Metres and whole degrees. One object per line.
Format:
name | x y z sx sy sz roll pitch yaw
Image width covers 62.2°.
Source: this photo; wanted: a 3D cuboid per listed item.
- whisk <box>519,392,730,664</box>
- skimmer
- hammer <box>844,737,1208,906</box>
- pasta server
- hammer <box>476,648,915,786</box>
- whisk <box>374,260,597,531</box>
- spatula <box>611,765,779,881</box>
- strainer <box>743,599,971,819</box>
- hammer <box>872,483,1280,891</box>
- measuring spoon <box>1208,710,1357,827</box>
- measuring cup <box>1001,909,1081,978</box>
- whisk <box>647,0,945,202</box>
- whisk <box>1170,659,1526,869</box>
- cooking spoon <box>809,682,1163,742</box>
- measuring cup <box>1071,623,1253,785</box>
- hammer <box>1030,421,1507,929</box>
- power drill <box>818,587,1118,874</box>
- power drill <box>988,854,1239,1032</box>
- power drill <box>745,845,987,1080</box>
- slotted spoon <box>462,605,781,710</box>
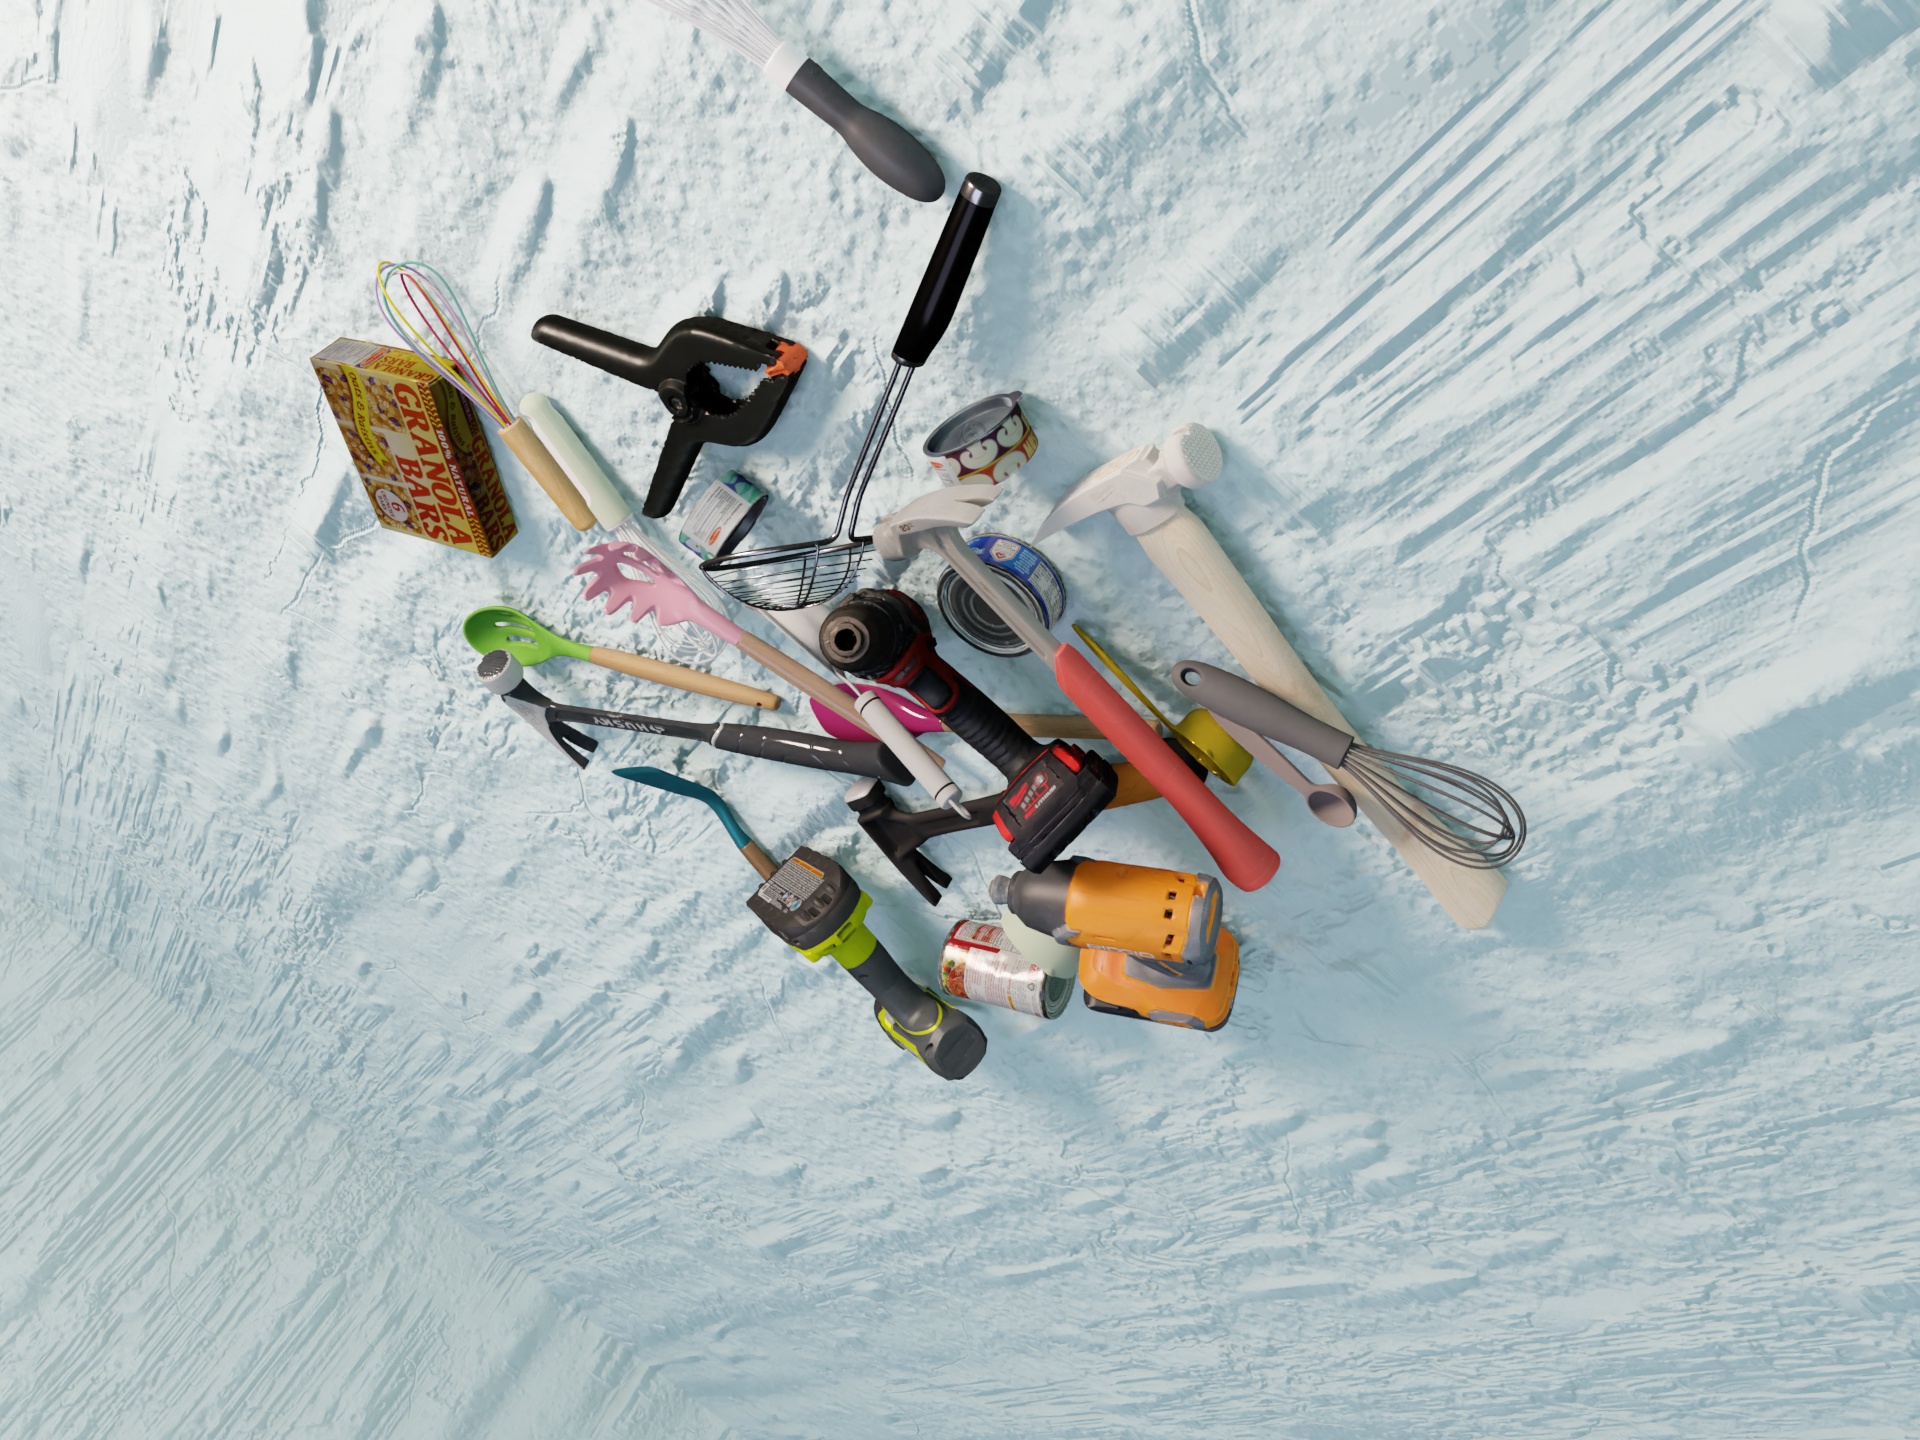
whisk | -0.259 -0.146 1.225 0.246 0.059 0.058 56 165 -19
skimmer | -0.069 -0.200 1.015 0.090 0.127 0.363 55 137 27
hammer | 0.055 0.071 1.237 0.337 0.034 0.127 -16 119 44
pasta server | -0.147 -0.044 1.214 0.316 0.040 0.060 33 125 -8
hammer | -0.219 0.014 1.350 0.409 0.036 0.149 8 150 27
whisk | -0.352 -0.243 1.198 0.244 0.051 0.047 55 172 -31
spatula | -0.192 0.140 1.479 0.082 0.044 0.317 -8 128 51
strainer | -0.071 -0.019 1.170 0.259 0.050 0.086 48 -175 24
hammer | 0.095 -0.013 1.038 0.358 0.037 0.149 45 162 -19
measuring spoon | 0.211 0.023 1.041 0.124 0.018 0.034 41 150 3
measuring cup | 0.111 0.191 1.316 0.167 0.083 0.038 28 109 -23
whisk | -0.122 -0.381 0.872 0.284 0.070 0.070 37 142 -11
whisk | 0.237 0.022 0.989 0.239 0.055 0.055 28 142 16
cooking spoon | 0.010 0.002 1.209 0.319 0.017 0.068 2 132 35
measuring cup | 0.139 -0.019 1.089 0.156 0.029 0.062 45 178 7
hammer | 0.217 -0.008 1.037 0.410 0.038 0.146 48 141 -17
power drill | -0.002 -0.003 1.074 0.227 0.188 0.080 43 98 2
power drill | 0.120 0.160 1.177 0.164 0.084 0.226 7 159 20
power drill | -0.087 0.222 1.444 0.223 0.080 0.171 50 165 -23
slotted spoon | -0.292 -0.049 1.365 0.314 0.031 0.070 14 138 21
